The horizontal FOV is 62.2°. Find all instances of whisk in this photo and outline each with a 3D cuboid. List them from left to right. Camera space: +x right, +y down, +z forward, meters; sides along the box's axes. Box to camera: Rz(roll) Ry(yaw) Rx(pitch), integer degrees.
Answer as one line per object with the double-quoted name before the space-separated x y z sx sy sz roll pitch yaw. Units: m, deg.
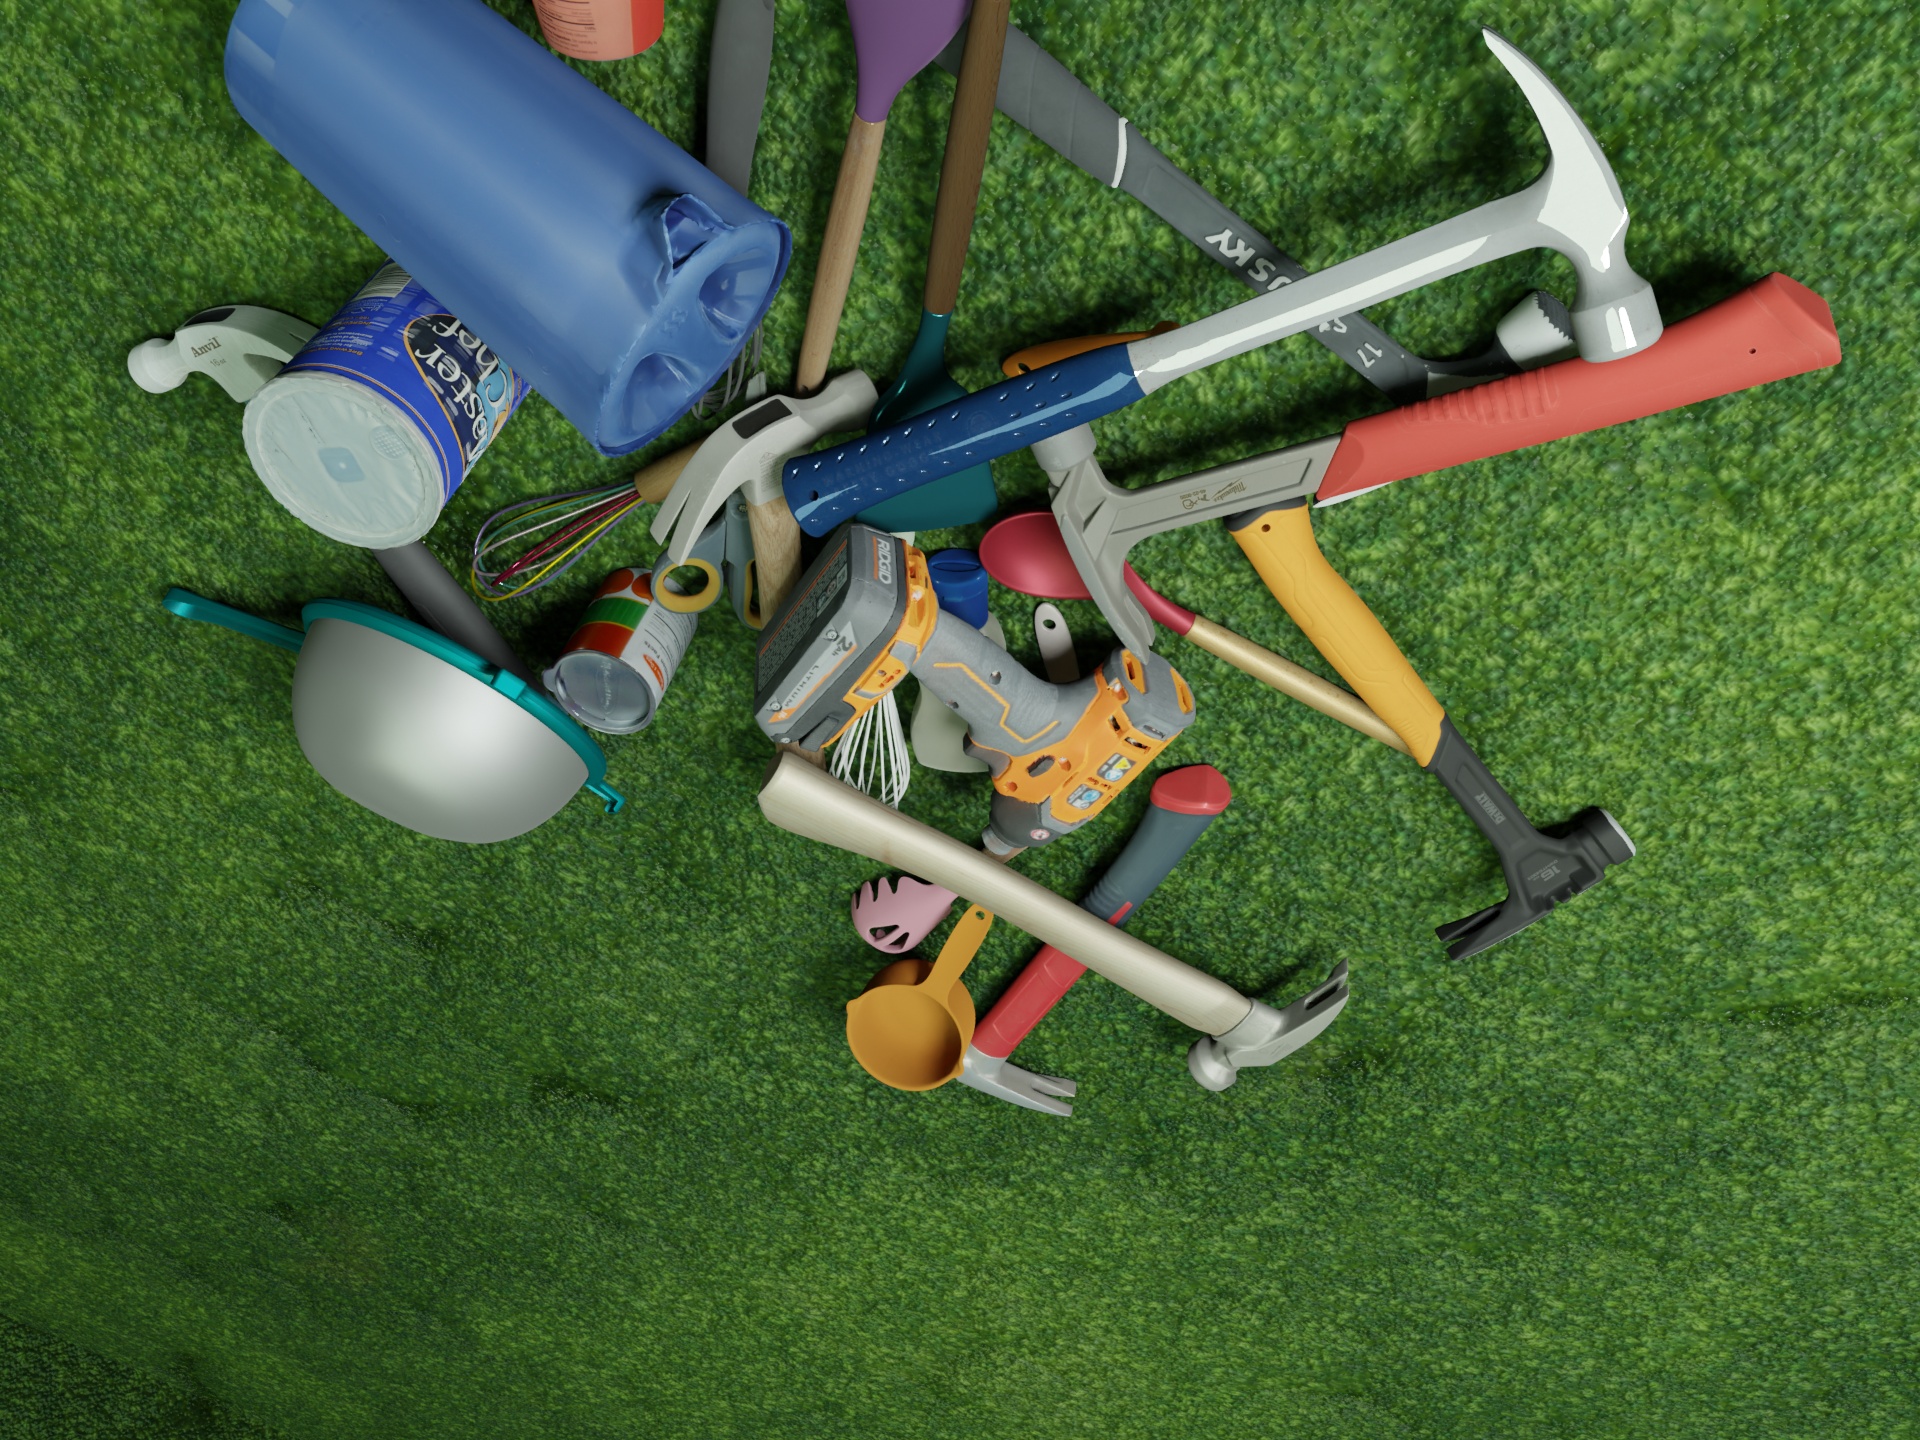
"whisk" -0.198 -0.124 0.927 0.245 0.047 0.051 -20 123 27
"whisk" -0.114 -0.254 0.781 0.055 0.055 0.238 16 130 1
"whisk" -0.050 -0.024 0.982 0.059 0.058 0.246 -17 137 -26

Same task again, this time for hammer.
"hammer" -0.356 -0.112 0.990 0.128 0.033 0.330 -12 128 27
"hammer" -0.105 -0.052 0.943 0.031 0.130 0.331 48 154 31
"hammer" 0.059 0.121 1.032 0.410 0.038 0.146 29 131 -18
"hammer" 0.095 0.163 1.121 0.143 0.038 0.386 24 134 -9
"hammer" 0.086 -0.246 0.735 0.408 0.036 0.149 33 134 -15
"hammer" 0.089 -0.171 0.729 0.405 0.035 0.144 -16 107 27
"hammer" 0.250 0.000 0.905 0.127 0.034 0.336 -37 114 15
"hammer" 0.216 -0.125 0.757 0.359 0.037 0.149 -12 125 28

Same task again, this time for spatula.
"spatula" -0.045 -0.260 0.739 0.060 0.018 0.315 25 143 0
"spatula" -0.003 -0.211 0.760 0.082 0.044 0.317 -8 148 -14

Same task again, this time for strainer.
"strainer" -0.395 -0.001 1.019 0.340 0.095 0.210 18 159 17

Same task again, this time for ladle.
"ladle" 0.154 -0.044 0.915 0.315 0.031 0.069 26 139 -12

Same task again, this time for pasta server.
"pasta server" 0.029 0.082 1.072 0.060 0.040 0.316 37 128 -19

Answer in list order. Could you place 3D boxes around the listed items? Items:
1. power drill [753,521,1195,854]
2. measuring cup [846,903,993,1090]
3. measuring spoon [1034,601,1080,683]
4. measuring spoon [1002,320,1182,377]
"power drill" -0.001 -0.003 0.904 0.226 0.084 0.164 24 127 -25
"measuring cup" -0.014 0.182 1.127 0.095 0.052 0.173 31 114 2
"measuring spoon" 0.063 -0.019 0.969 0.034 0.018 0.124 -2 131 18
"measuring spoon" 0.064 -0.181 0.792 0.117 0.011 0.021 1 142 43
